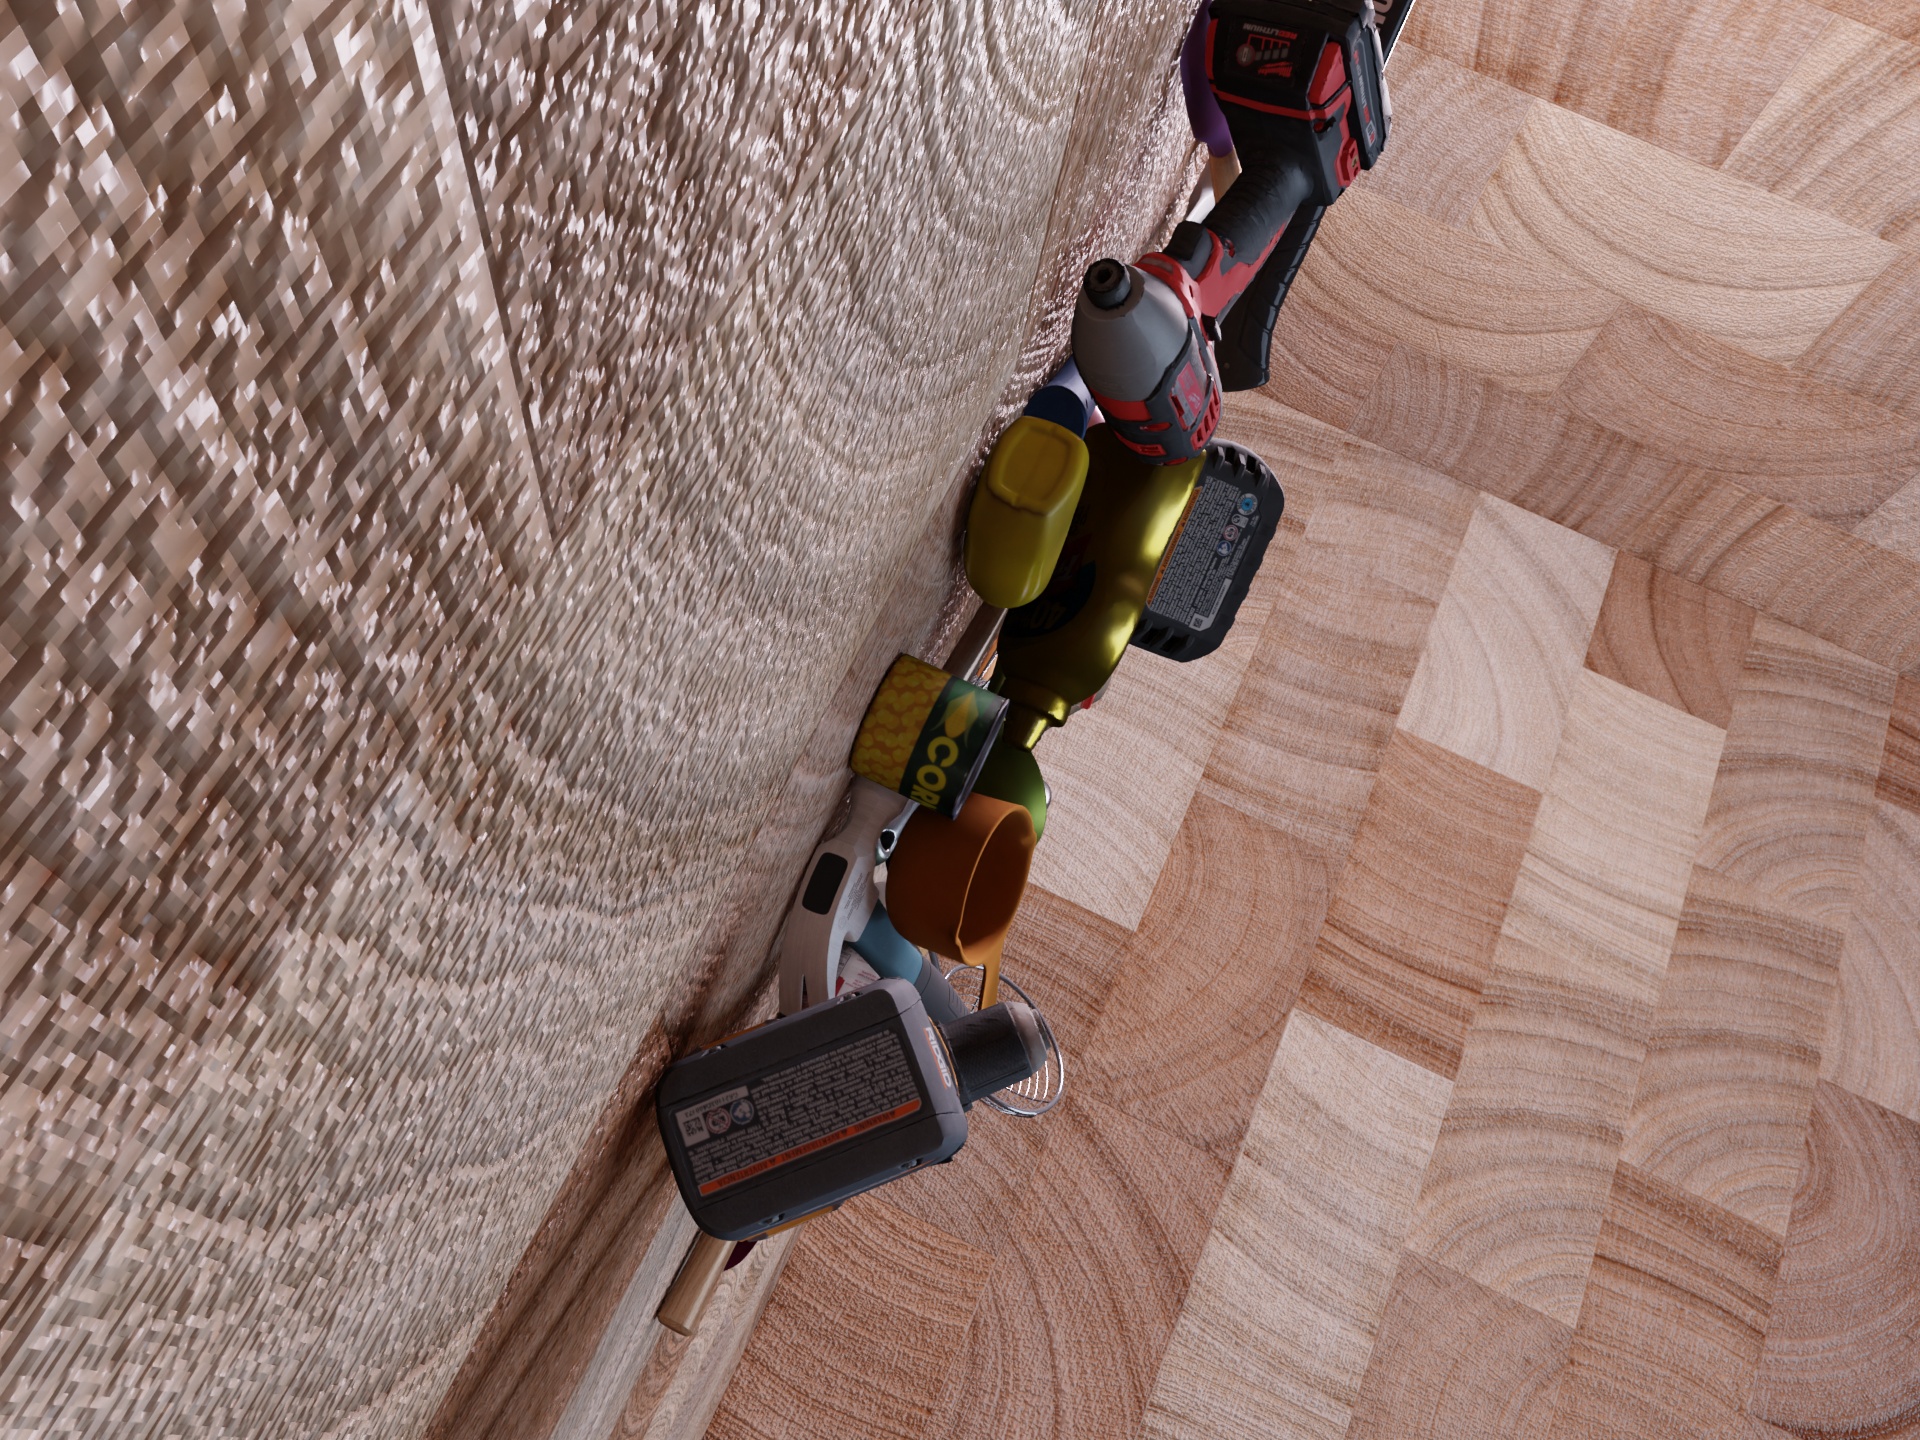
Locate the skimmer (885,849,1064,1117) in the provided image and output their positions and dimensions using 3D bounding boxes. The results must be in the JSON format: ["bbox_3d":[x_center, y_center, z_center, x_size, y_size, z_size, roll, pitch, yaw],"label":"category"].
[{"bbox_3d":[0.011,0.159,1.104,0.362,0.090,0.127,78,-1,-50],"label":"skimmer"}]

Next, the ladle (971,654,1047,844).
[{"bbox_3d":[0.048,-0.060,0.976,0.078,0.062,0.320,-32,-146,51],"label":"ladle"}]

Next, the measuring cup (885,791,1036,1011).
[{"bbox_3d":[-0.004,0.114,0.857,0.095,0.052,0.173,-46,147,-49],"label":"measuring cup"}]

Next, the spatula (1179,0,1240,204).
[{"bbox_3d":[0.155,-0.326,0.929,0.060,0.018,0.315,-66,164,-3],"label":"spatula"}]

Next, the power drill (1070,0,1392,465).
[{"bbox_3d":[0.127,-0.249,0.791,0.220,0.079,0.143,-61,153,-7],"label":"power drill"}]

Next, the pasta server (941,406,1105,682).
[{"bbox_3d":[0.011,-0.065,0.940,0.316,0.040,0.060,-60,174,-14],"label":"pasta server"}]

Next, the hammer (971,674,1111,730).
[{"bbox_3d":[0.046,0.009,1.253,0.146,0.038,0.410,-65,166,17],"label":"hammer"}]

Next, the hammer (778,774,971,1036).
[{"bbox_3d":[-0.028,0.151,0.935,0.128,0.033,0.330,-64,156,-19],"label":"hammer"}]

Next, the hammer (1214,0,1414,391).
[{"bbox_3d":[0.202,-0.334,0.876,0.035,0.146,0.334,-44,159,-57],"label":"hammer"}]

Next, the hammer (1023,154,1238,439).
[{"bbox_3d":[0.113,-0.261,0.980,0.406,0.035,0.144,-60,173,-50],"label":"hammer"}]

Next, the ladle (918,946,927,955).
[{"bbox_3d":[-0.075,0.214,1.072,0.315,0.069,0.031,-47,127,-57],"label":"ladle"}]

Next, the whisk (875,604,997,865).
[{"bbox_3d":[-0.002,-0.003,0.986,0.246,0.059,0.057,-57,133,-35],"label":"whisk"}]

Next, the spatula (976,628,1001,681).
[{"bbox_3d":[0.081,-0.123,1.305,0.081,0.041,0.323,-29,-154,54],"label":"spatula"}]

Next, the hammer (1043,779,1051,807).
[{"bbox_3d":[-0.012,0.150,1.346,0.149,0.036,0.408,-59,-178,-34],"label":"hammer"}]

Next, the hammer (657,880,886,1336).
[{"bbox_3d":[-0.124,0.276,1.137,0.130,0.031,0.331,105,11,-62],"label":"hammer"}]

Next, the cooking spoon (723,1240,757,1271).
[{"bbox_3d":[-0.122,0.295,1.234,0.069,0.017,0.319,-31,-160,34],"label":"cooking spoon"}]

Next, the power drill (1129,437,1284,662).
[{"bbox_3d":[0.110,-0.119,1.058,0.190,0.080,0.229,-67,-159,11],"label":"power drill"}]

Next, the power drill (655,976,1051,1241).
[{"bbox_3d":[-0.041,0.175,0.746,0.185,0.084,0.226,-20,167,-6],"label":"power drill"}]
